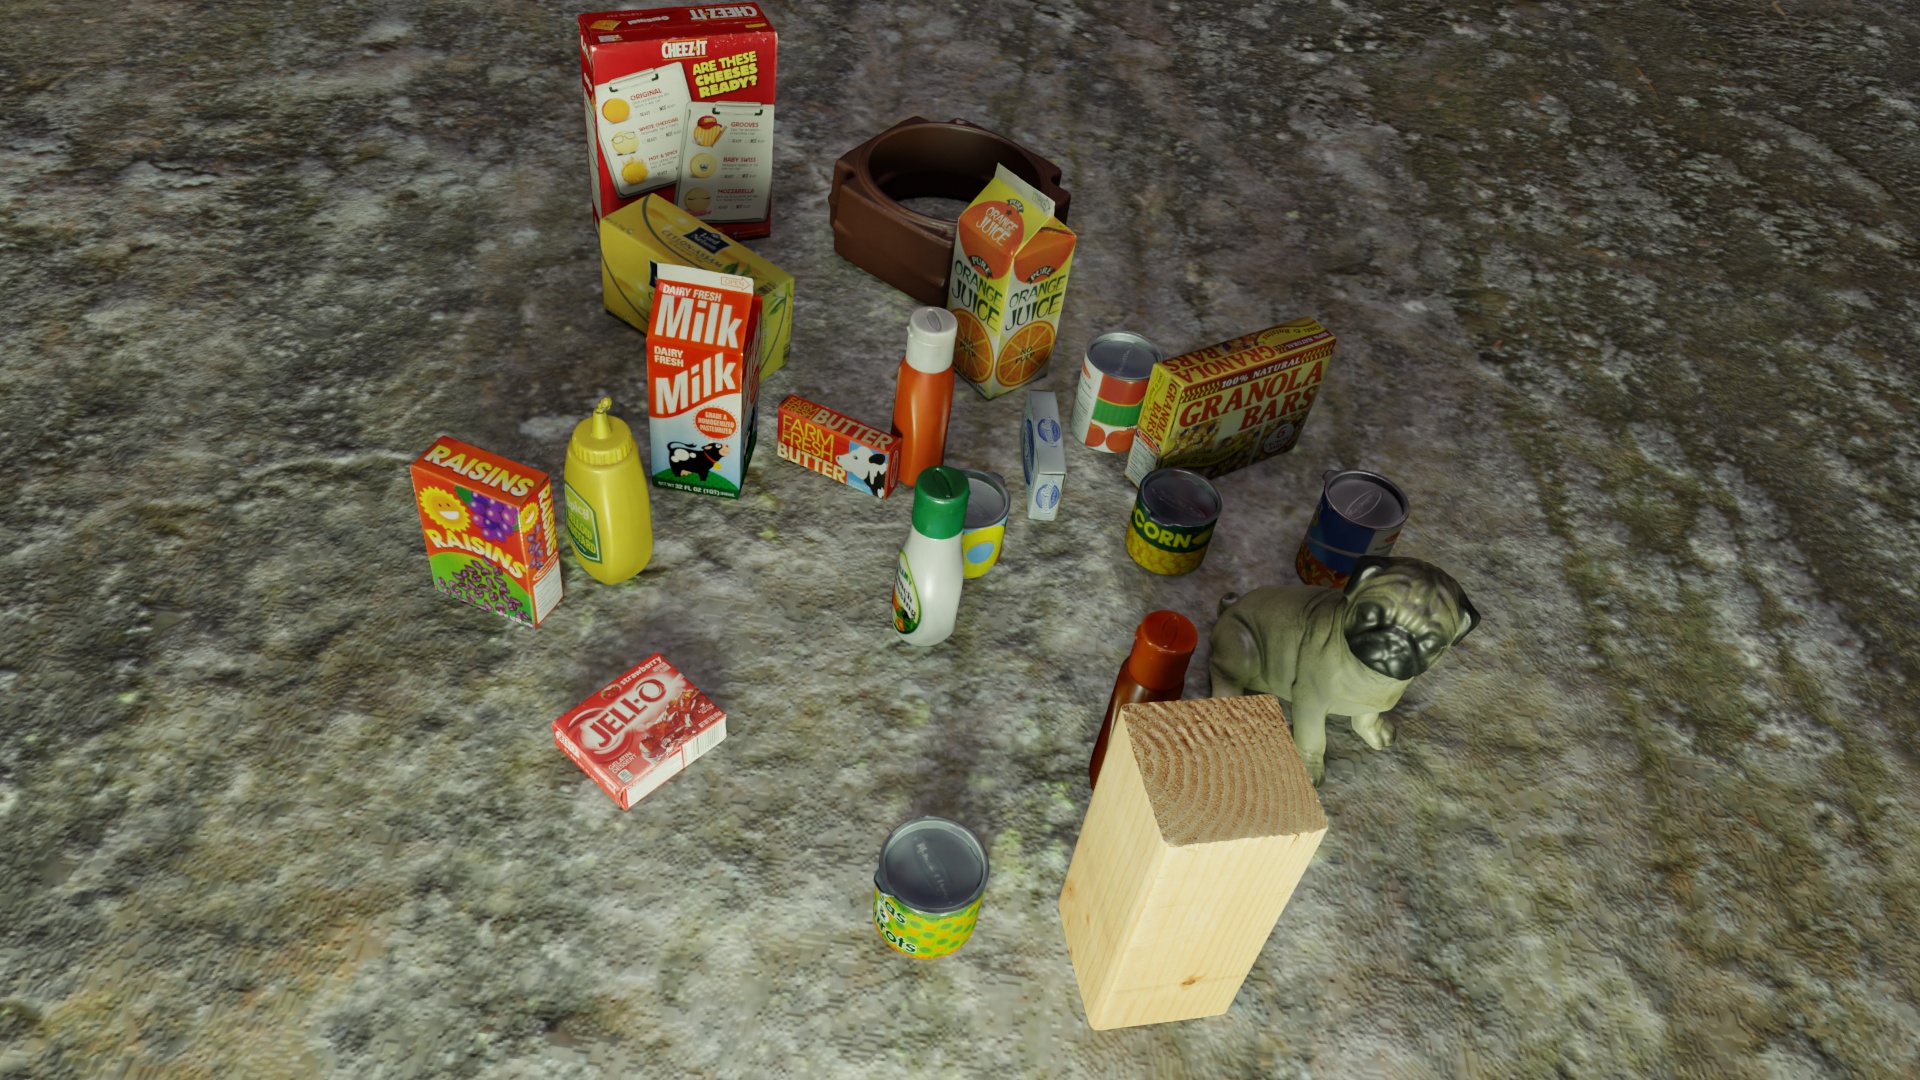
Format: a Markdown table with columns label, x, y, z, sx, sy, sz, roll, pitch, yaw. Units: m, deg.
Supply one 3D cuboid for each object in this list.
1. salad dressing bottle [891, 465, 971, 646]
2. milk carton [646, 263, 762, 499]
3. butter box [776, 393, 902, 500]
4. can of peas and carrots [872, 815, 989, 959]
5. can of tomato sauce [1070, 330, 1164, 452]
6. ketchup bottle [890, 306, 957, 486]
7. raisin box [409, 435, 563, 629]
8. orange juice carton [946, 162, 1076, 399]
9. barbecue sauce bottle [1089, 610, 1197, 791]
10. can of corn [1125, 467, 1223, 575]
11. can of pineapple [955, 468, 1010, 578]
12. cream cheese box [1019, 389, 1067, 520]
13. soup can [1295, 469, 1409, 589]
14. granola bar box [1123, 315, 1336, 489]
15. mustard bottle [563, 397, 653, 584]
| label | x | y | z | sx | sy | sz | roll | pitch | yaw |
| --- | --- | --- | --- | --- | --- | --- | --- | --- | --- |
| salad dressing bottle | -0.020 | 0.012 | 0.976 | 0.044 | 0.146 | 0.064 | -9 | 48 | -18 |
| milk carton | -0.193 | -0.126 | 1.053 | 0.072 | 0.189 | 0.074 | 9 | 45 | -1 |
| butter box | -0.099 | -0.075 | 1.115 | 0.103 | 0.052 | 0.024 | 23 | 47 | 13 |
| can of peas and carrots | -0.021 | 0.212 | 0.841 | 0.071 | 0.058 | 0.071 | 5 | 45 | -5 |
| can of tomato sauce | 0.134 | -0.126 | 1.183 | 0.071 | 0.082 | 0.071 | 5 | 45 | -5 |
| ketchup bottle | -0.029 | -0.115 | 1.098 | 0.043 | 0.148 | 0.065 | -6 | 47 | -15 |
| raisin box | -0.324 | -0.005 | 0.958 | 0.086 | 0.122 | 0.040 | 21 | 46 | 11 |
| orange juice carton | 0.041 | -0.222 | 1.185 | 0.073 | 0.191 | 0.072 | -26 | 55 | -30 |
| barbecue sauce bottle | 0.119 | 0.106 | 0.905 | 0.044 | 0.147 | 0.065 | 18 | 46 | 9 |
| can of corn | 0.166 | -0.013 | 1.094 | 0.071 | 0.058 | 0.071 | 5 | 45 | -5 |
| can of pineapple | 0.004 | -0.013 | 1.068 | 0.071 | 0.057 | 0.071 | 5 | 45 | -5 |
| cream cheese box | 0.067 | -0.071 | 1.138 | 0.024 | 0.053 | 0.104 | 3 | 45 | -7 |
| soup can | 0.305 | -0.005 | 1.092 | 0.071 | 0.083 | 0.072 | 5 | 45 | -5 |
| granola bar box | 0.224 | -0.110 | 1.153 | 0.166 | 0.123 | 0.039 | -20 | 52 | -26 |
| mustard bottle | -0.251 | -0.040 | 0.979 | 0.049 | 0.159 | 0.065 | -32 | 58 | -33 |
